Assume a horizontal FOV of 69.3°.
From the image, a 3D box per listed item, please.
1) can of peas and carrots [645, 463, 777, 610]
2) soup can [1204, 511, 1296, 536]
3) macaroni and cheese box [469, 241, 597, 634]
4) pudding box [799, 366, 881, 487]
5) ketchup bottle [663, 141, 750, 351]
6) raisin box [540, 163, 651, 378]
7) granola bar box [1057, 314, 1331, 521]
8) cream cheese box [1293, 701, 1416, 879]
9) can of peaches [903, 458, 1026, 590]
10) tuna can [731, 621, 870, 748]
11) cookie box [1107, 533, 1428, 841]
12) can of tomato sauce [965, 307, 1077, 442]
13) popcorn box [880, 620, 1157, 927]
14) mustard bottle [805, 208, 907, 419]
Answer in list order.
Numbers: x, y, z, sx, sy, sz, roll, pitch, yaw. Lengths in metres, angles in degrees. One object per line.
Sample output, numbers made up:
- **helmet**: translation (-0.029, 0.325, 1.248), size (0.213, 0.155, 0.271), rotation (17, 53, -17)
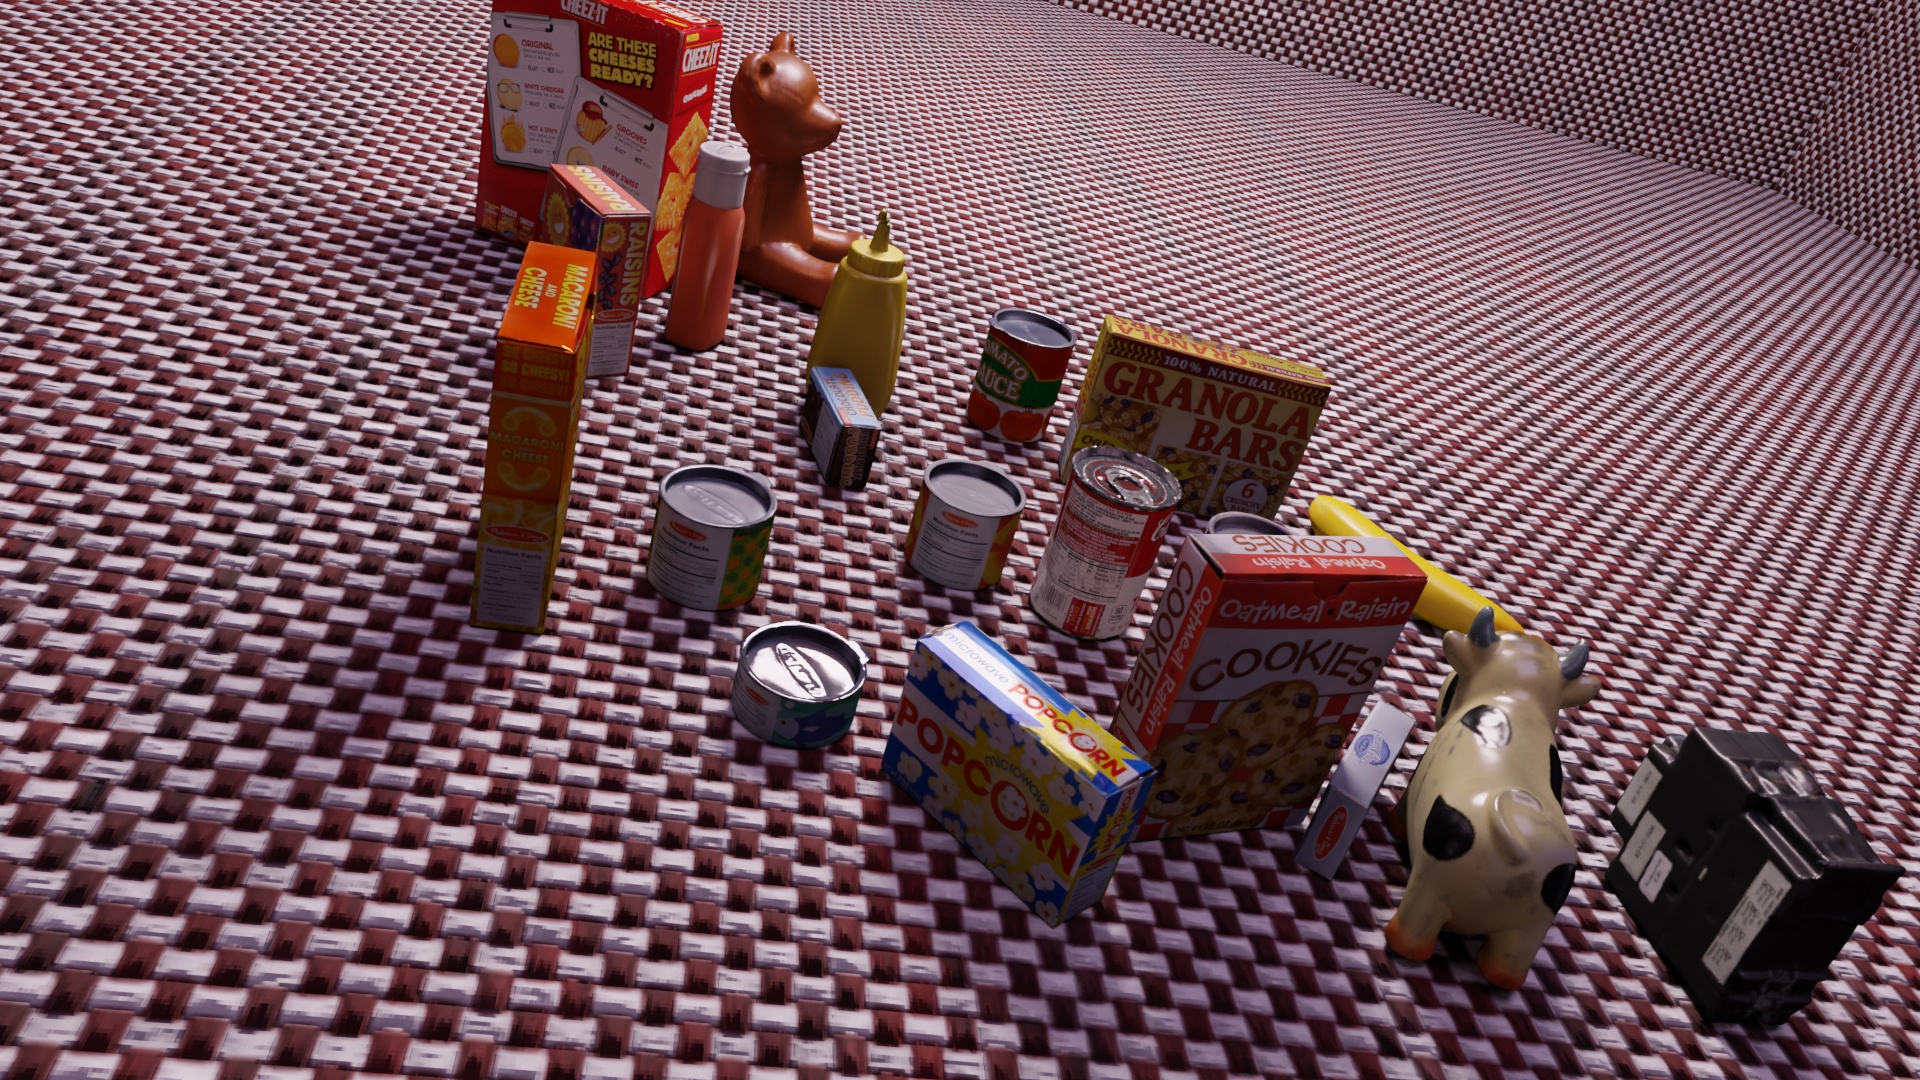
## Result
- **can of peas and carrots**: translation (-0.140, -0.003, 0.789), size (0.071, 0.058, 0.071), rotation (13, 30, -7)
- **soup can**: translation (0.172, 0.036, 0.856), size (0.071, 0.083, 0.072), rotation (13, 30, -7)
- **macaroni and cheese box**: translation (-0.221, -0.055, 0.727), size (0.040, 0.165, 0.124), rotation (9, 31, -14)
- **pudding box**: translation (-0.083, -0.079, 0.951), size (0.030, 0.049, 0.084), rotation (2, 33, -24)
- **ketchup bottle**: translation (-0.186, -0.218, 1.031), size (0.043, 0.148, 0.065), rotation (17, 30, 0)
- **raisin box**: translation (-0.259, -0.188, 0.969), size (0.040, 0.122, 0.086), rotation (-11, 40, -39)
- **granola bar box**: translation (0.167, -0.083, 1.010), size (0.166, 0.123, 0.039), rotation (13, 30, -7)
- **cream cheese box**: translation (0.213, 0.132, 0.748), size (0.024, 0.053, 0.104), rotation (29, 32, 19)
- **can of peaches**: translation (0.003, -0.011, 0.874), size (0.071, 0.057, 0.071), rotation (13, 30, -7)
- **tuna can**: translation (-0.082, 0.074, 0.717), size (0.071, 0.032, 0.071), rotation (13, 30, -7)
- **cookie box**: translation (0.146, 0.075, 0.696), size (0.123, 0.166, 0.040), rotation (1, 34, -26)
- **can of tomato sauce**: translation (0.044, -0.126, 1.059), size (0.071, 0.082, 0.071), rotation (13, 30, -7)
- **popcorn box**: translation (0.023, 0.108, 0.661), size (0.127, 0.084, 0.038), rotation (37, 36, 31)
- **mustard bottle**: translation (-0.067, -0.159, 0.982), size (0.065, 0.159, 0.049), rotation (11, 30, -11)
